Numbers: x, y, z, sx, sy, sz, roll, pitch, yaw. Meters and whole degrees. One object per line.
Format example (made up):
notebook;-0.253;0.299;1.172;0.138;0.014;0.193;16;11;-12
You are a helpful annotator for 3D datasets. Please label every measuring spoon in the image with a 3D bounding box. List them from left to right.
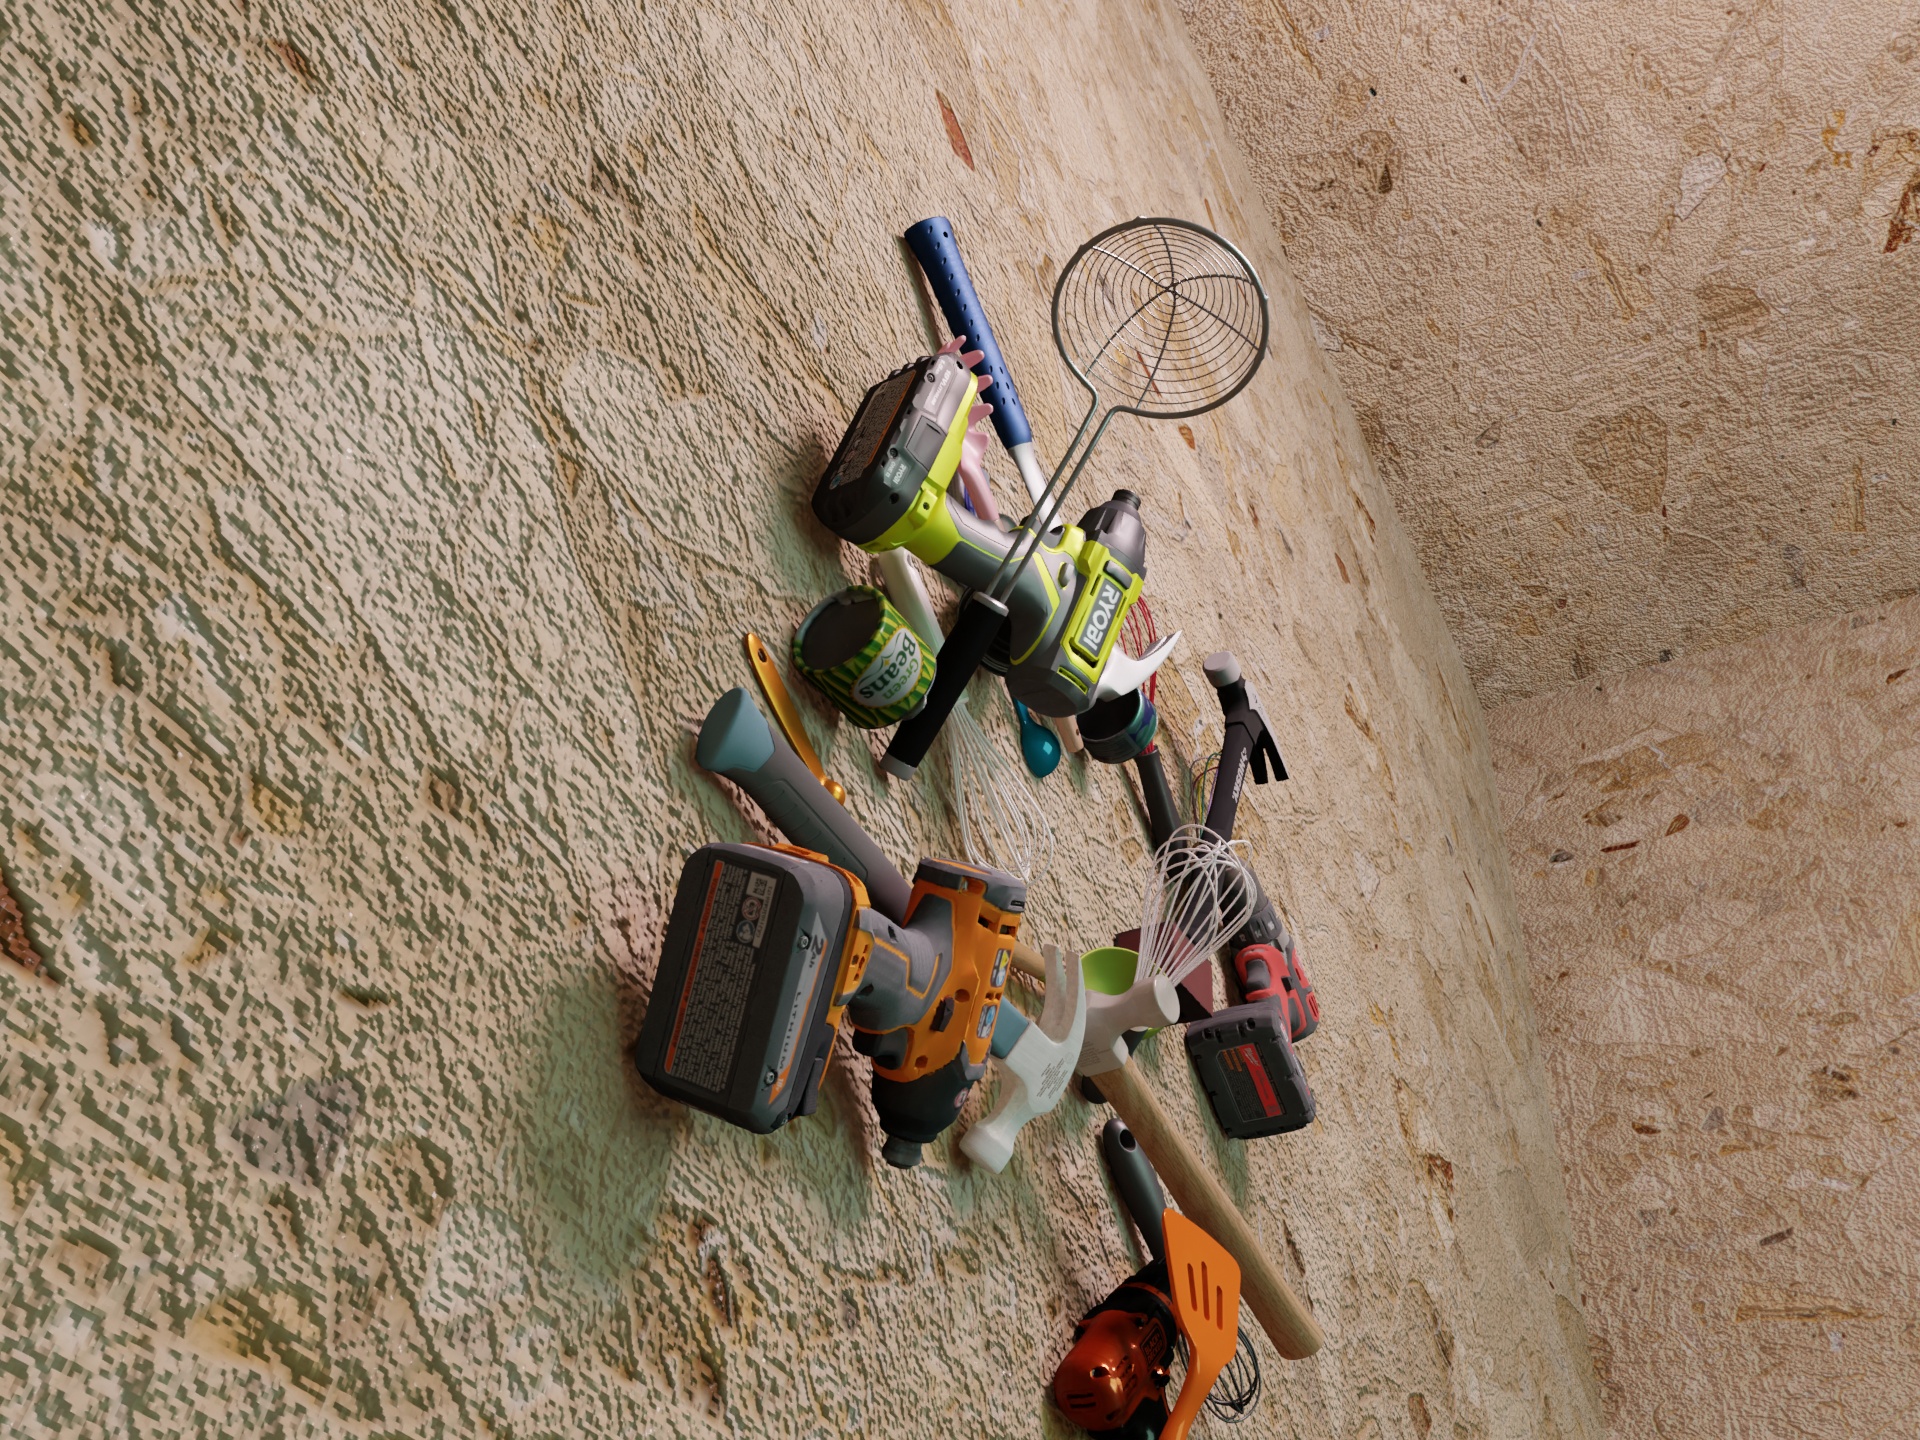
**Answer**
measuring spoon;-0.092;0.001;0.902;0.116;0.011;0.021;65;26;-17
measuring spoon;0.056;-0.111;1.278;0.124;0.018;0.034;65;25;-15
measuring spoon;0.053;-0.020;1.208;0.042;0.021;0.128;-18;92;-66

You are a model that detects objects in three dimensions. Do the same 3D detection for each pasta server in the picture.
pasta server;0.037;-0.122;1.164;0.060;0.040;0.316;-38;111;-51

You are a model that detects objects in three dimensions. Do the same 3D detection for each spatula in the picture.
spatula;0.107;0.447;0.921;0.081;0.041;0.323;42;56;-25

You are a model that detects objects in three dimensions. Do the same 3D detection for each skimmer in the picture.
skimmer;0.050;-0.120;0.938;0.127;0.363;0.090;29;5;-8

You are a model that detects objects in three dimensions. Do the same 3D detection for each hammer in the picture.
hammer;-0.035;0.110;0.885;0.128;0.033;0.330;-51;121;-21
hammer;0.055;-0.208;1.264;0.144;0.035;0.405;-21;87;-42
hammer;0.150;0.306;1.046;0.331;0.130;0.031;57;29;-21
hammer;0.233;0.096;1.416;0.146;0.035;0.335;57;36;-30

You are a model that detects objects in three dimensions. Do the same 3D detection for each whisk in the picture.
whisk;-0.002;-0.003;1.057;0.058;0.059;0.246;-14;83;-78
whisk;0.155;0.008;1.370;0.073;0.073;0.295;-51;127;-61
whisk;0.125;0.170;1.027;0.070;0.070;0.284;-79;-176;-46
whisk;0.156;0.390;1.133;0.239;0.055;0.055;66;25;-5
whisk;0.227;0.108;1.478;0.051;0.047;0.245;60;32;-29

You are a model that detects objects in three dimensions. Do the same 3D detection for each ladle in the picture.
ladle;0.048;0.149;1.052;0.319;0.062;0.078;36;17;-48

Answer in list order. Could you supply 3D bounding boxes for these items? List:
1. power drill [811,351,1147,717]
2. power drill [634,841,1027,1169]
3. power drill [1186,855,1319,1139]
power drill;0.027;-0.130;1.045;0.223;0.080;0.171;37;64;-27
power drill;-0.052;0.144;0.776;0.226;0.084;0.164;18;85;-59
power drill;0.261;0.242;1.419;0.187;0.080;0.227;66;22;-14
